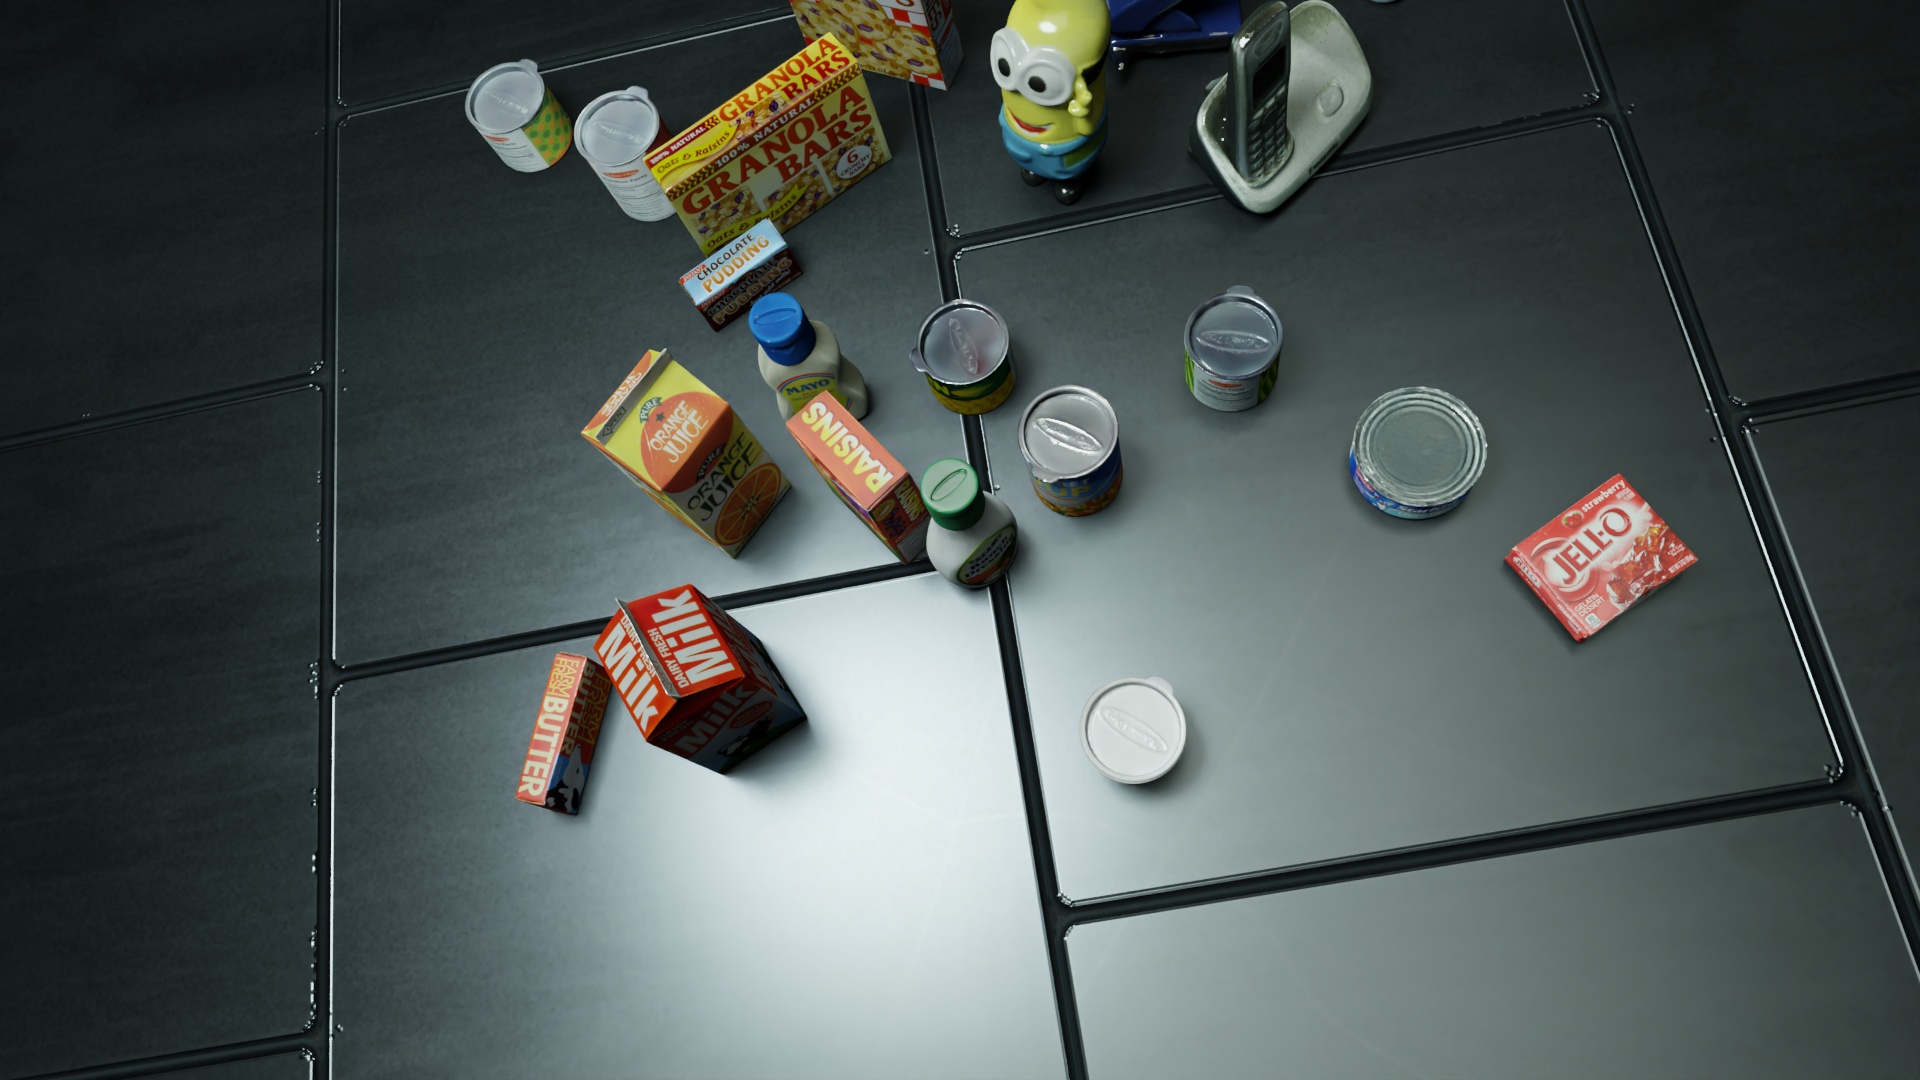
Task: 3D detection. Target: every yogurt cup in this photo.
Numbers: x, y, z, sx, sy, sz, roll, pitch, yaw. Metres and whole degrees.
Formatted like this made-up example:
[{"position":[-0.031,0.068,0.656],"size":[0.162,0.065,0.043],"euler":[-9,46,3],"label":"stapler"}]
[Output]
[{"position":[0.112,0.126,0.894],"size":[0.072,0.054,0.072],"euler":[-3,71,8],"label":"yogurt cup"}]

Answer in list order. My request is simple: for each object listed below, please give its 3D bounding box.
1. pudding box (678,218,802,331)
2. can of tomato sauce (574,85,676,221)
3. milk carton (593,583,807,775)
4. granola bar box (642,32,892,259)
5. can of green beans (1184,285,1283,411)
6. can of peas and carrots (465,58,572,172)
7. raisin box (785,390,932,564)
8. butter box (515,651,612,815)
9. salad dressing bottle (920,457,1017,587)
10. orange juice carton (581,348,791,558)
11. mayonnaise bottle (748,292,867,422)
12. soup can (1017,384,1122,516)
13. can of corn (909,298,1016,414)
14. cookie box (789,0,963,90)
[{"position":[-0.166,-0.200,1.050],"size":[0.084,0.049,0.030],"euler":[-35,70,-4],"label":"pudding box"},{"position":[-0.251,-0.299,1.078],"size":[0.071,0.083,0.071],"euler":[-3,72,8],"label":"can of tomato sauce"},{"position":[-0.167,0.088,0.878],"size":[0.073,0.190,0.072],"euler":[-34,70,-3],"label":"milk carton"},{"position":[-0.140,-0.285,1.034],"size":[0.166,0.124,0.039],"euler":[-36,70,-4],"label":"granola bar box"},{"position":[0.189,-0.130,0.965],"size":[0.071,0.057,0.071],"euler":[-3,71,8],"label":"can of green beans"},{"position":[-0.354,-0.343,1.123],"size":[0.071,0.058,0.071],"euler":[-3,71,8],"label":"can of peas and carrots"},{"position":[-0.064,-0.040,0.940],"size":[0.040,0.123,0.086],"euler":[-42,71,-6],"label":"raisin box"},{"position":[-0.270,0.132,0.953],"size":[0.024,0.053,0.104],"euler":[8,73,12],"label":"butter box"},{"position":[0.003,-0.011,0.907],"size":[0.064,0.147,0.044],"euler":[-41,71,-5],"label":"salad dressing bottle"},{"position":[-0.185,-0.061,0.930],"size":[0.073,0.192,0.072],"euler":[34,80,18],"label":"orange juice carton"},{"position":[-0.109,-0.121,0.962],"size":[0.065,0.147,0.041],"euler":[-14,71,5],"label":"mayonnaise bottle"},{"position":[0.075,-0.057,0.945],"size":[0.071,0.083,0.071],"euler":[-3,72,8],"label":"soup can"},{"position":[0.003,-0.129,0.994],"size":[0.071,0.058,0.071],"euler":[-3,71,8],"label":"can of corn"},{"position":[-0.072,-0.416,1.045],"size":[0.123,0.167,0.040],"euler":[19,76,15],"label":"cookie box"}]
